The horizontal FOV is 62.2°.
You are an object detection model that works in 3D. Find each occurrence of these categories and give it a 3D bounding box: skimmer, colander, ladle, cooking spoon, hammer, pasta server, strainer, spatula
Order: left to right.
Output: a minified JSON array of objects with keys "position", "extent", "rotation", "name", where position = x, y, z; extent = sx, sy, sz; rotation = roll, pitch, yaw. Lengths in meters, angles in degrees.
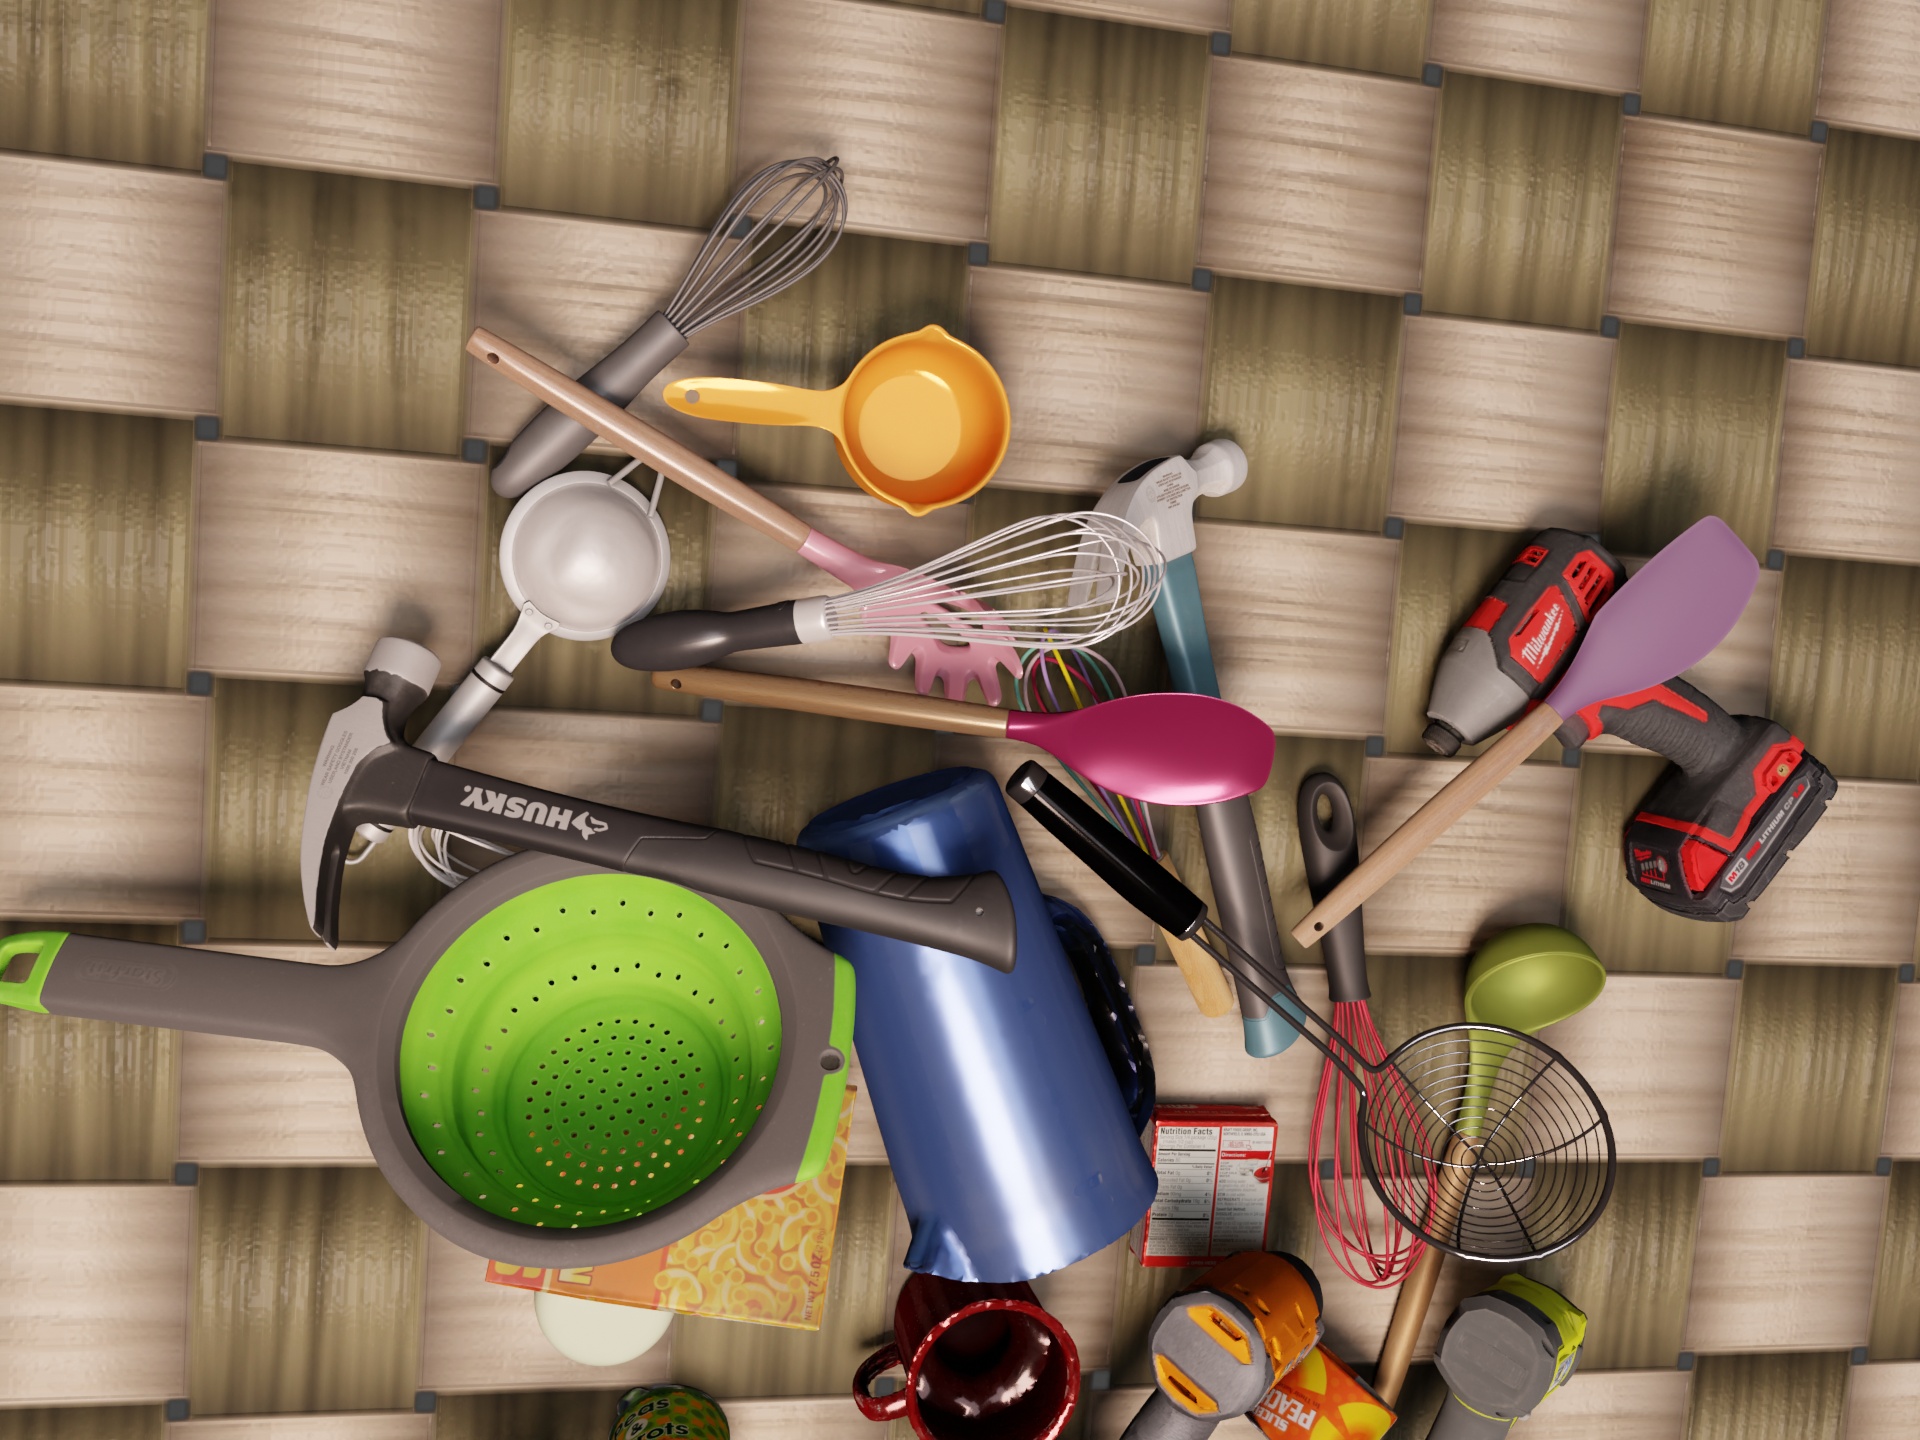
[{"position":[-0.249,0.154,0.749],"extent":[0.397,0.094,0.205],"rotation":[7,57,1],"name":"colander"},{"position":[-0.228,-0.028,0.797],"extent":[0.086,0.050,0.258],"rotation":[39,91,-27],"name":"strainer"},{"position":[-0.136,0.065,0.730],"extent":[0.335,0.035,0.146],"rotation":[13,65,3],"name":"hammer"},{"position":[-0.102,-0.101,0.795],"extent":[0.316,0.040,0.060],"rotation":[31,119,-20],"name":"pasta server"},{"position":[-0.001,-0.003,0.808],"extent":[0.319,0.017,0.068],"rotation":[8,124,5],"name":"cooking spoon"},{"position":[0.137,0.023,0.857],"extent":[0.128,0.033,0.331],"rotation":[-23,104,-38],"name":"hammer"},{"position":[0.176,0.137,0.808],"extent":[0.363,0.090,0.127],"rotation":[40,68,-12],"name":"skimmer"},{"position":[0.293,0.269,0.922],"extent":[0.078,0.062,0.320],"rotation":[14,95,-18],"name":"ladle"},{"position":[0.300,0.014,0.854],"extent":[0.316,0.018,0.059],"rotation":[-42,95,5],"name":"spatula"}]

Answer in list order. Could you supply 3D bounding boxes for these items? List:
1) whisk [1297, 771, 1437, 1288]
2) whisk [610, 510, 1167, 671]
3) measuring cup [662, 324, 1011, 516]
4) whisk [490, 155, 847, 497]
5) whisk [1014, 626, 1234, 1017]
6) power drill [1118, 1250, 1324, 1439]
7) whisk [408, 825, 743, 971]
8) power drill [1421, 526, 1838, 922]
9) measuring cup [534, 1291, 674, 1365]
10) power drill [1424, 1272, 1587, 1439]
[{"position":[0.222,0.176,0.899],"extent":[0.073,0.073,0.296],"rotation":[-8,91,-11],"name":"whisk"},{"position":[-0.040,-0.055,0.779],"extent":[0.284,0.070,0.070],"rotation":[-7,98,14],"name":"whisk"},{"position":[-0.063,-0.155,0.811],"extent":[0.173,0.052,0.095],"rotation":[4,95,-10],"name":"measuring cup"},{"position":[-0.146,-0.197,0.795],"extent":[0.239,0.055,0.055],"rotation":[-43,102,0],"name":"whisk"},{"position":[0.094,0.059,0.866],"extent":[0.051,0.047,0.245],"rotation":[-32,105,-24],"name":"whisk"},{"position":[0.113,0.381,0.848],"extent":[0.084,0.164,0.226],"rotation":[36,103,26],"name":"power drill"},{"position":[-0.164,0.098,0.821],"extent":[0.246,0.058,0.059],"rotation":[24,125,-16],"name":"whisk"},{"position":[0.370,0.010,0.903],"extent":[0.219,0.078,0.143],"rotation":[39,87,-10],"name":"power drill"},{"position":[-0.144,0.284,0.842],"extent":[0.167,0.038,0.083],"rotation":[-21,99,-7],"name":"measuring cup"},{"position":[0.279,0.422,0.895],"extent":[0.080,0.171,0.223],"rotation":[27,92,32],"name":"power drill"}]
